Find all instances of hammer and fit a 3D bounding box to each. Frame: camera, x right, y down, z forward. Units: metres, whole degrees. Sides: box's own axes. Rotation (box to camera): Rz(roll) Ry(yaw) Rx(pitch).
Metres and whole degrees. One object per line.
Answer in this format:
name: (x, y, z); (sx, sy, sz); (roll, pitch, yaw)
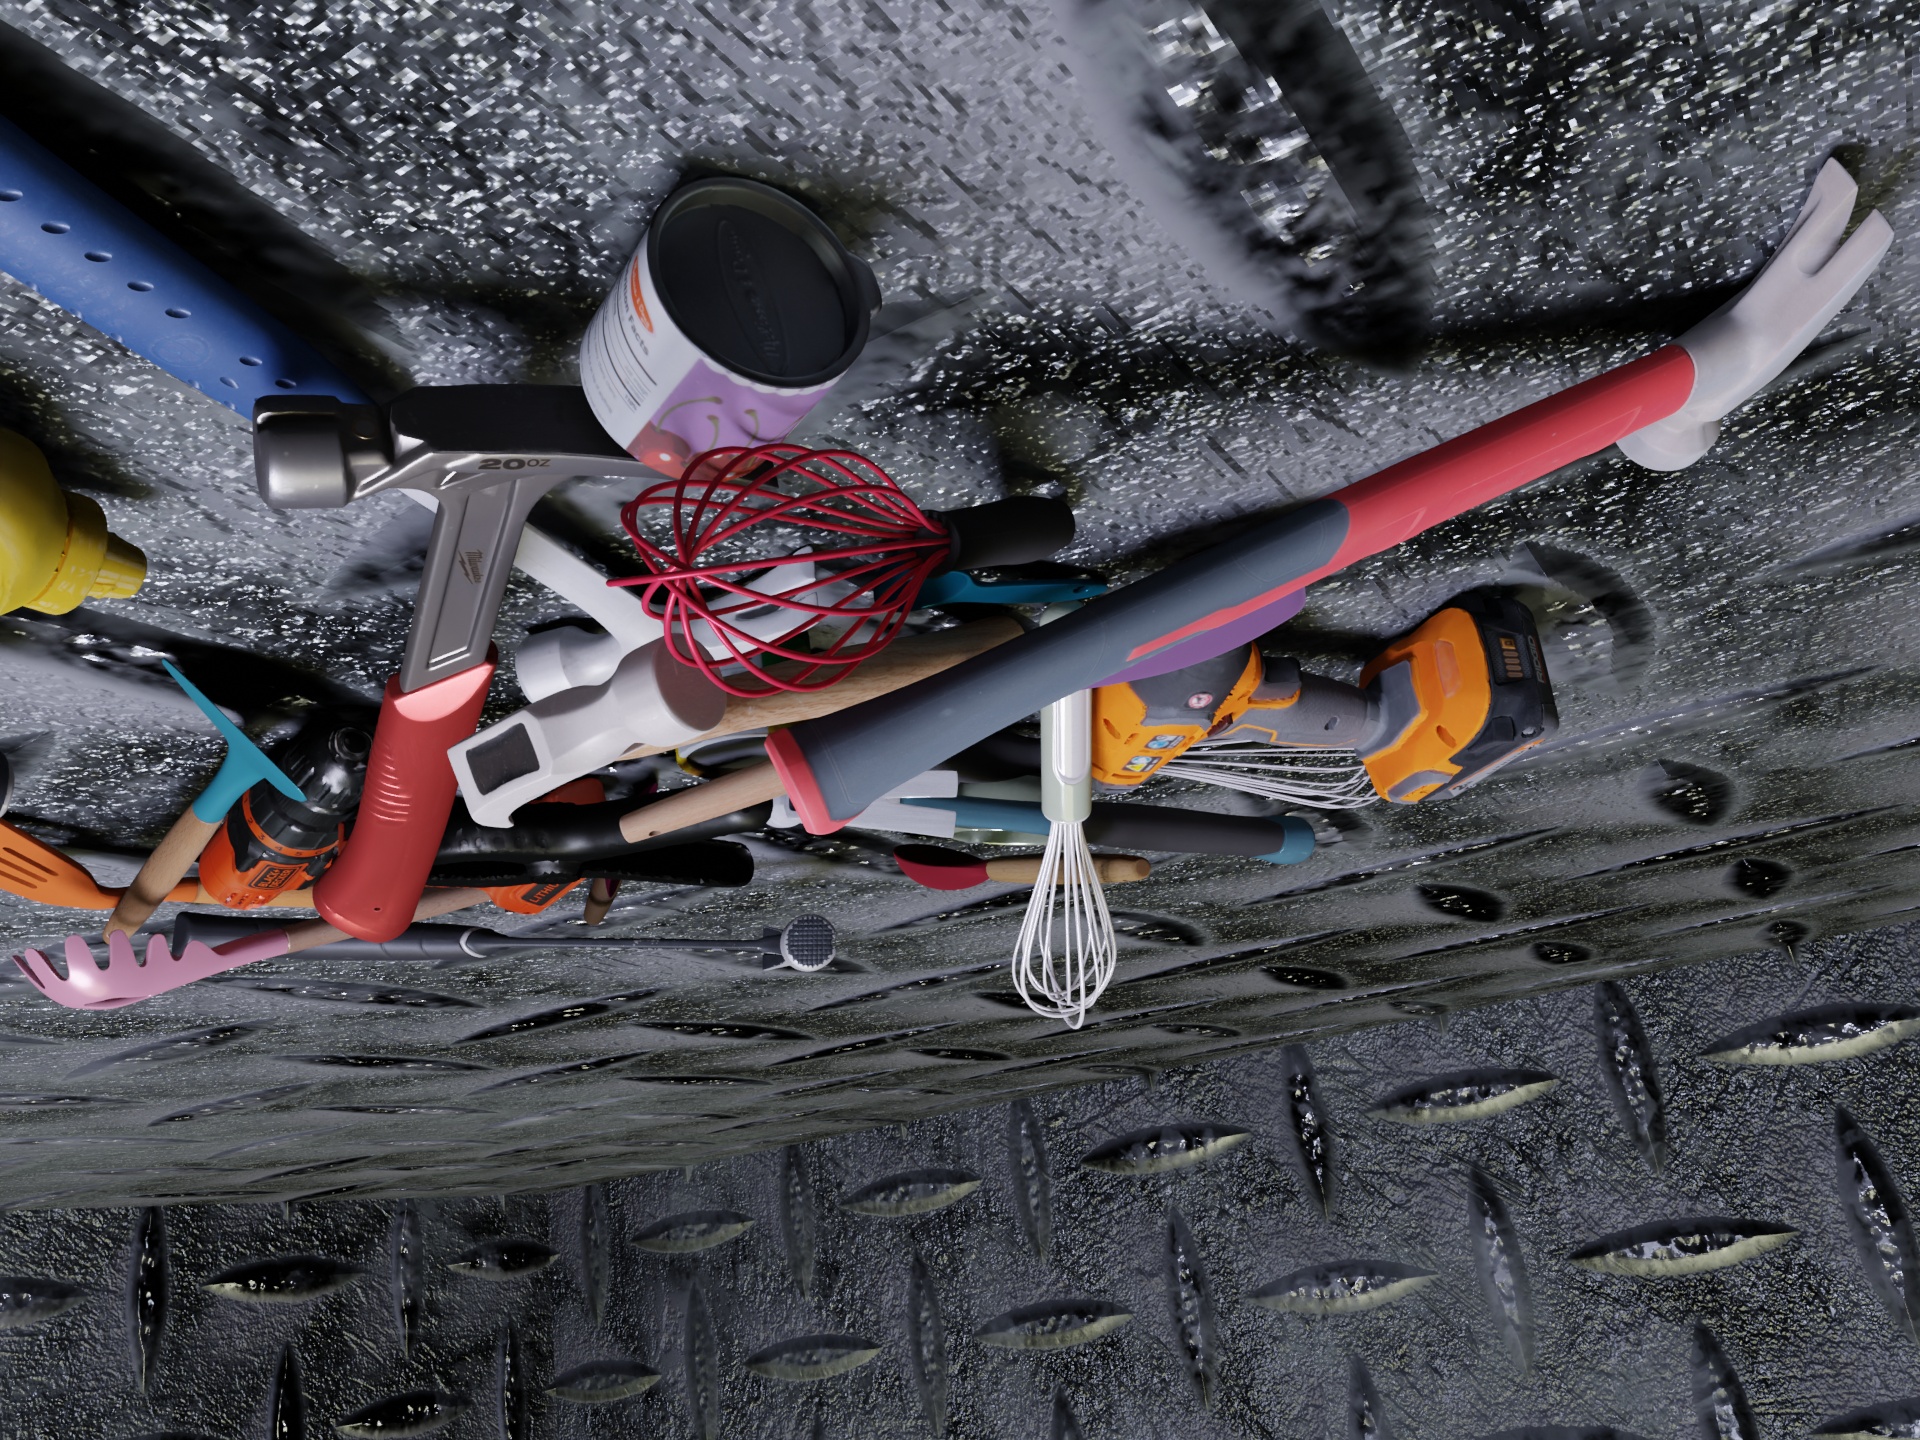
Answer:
hammer: (0.060, 0.056, 0.899); (0.330, 0.033, 0.128); (7, 174, -28)
hammer: (-0.061, -0.012, 0.613); (0.130, 0.031, 0.331); (-20, 178, 28)
hammer: (-0.181, -0.088, 0.515); (0.144, 0.035, 0.405); (-13, 160, 15)
hammer: (-0.291, 0.142, 1.030); (0.409, 0.036, 0.149); (3, 170, -12)
hammer: (-0.190, -0.001, 0.598); (0.149, 0.037, 0.359); (-3, 153, -28)
hammer: (0.117, -0.064, 0.523); (0.386, 0.038, 0.143); (-25, 163, -10)

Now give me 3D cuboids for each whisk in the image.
whisk: (0.118, 0.018, 0.912); (0.284, 0.070, 0.070); (-1, 160, -5)
whisk: (-0.017, -0.056, 0.521); (0.073, 0.073, 0.296); (-17, -178, 24)
whisk: (0.053, 0.052, 0.795); (0.058, 0.059, 0.246); (-9, 120, -12)

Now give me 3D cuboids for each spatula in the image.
spatula: (-0.001, -0.002, 0.693); (0.316, 0.018, 0.059); (-19, 154, 6)
spatula: (-0.387, 0.059, 0.782); (0.317, 0.082, 0.044); (-36, -169, 42)
spatula: (-0.431, 0.092, 0.943); (0.081, 0.041, 0.322); (-23, 160, 34)

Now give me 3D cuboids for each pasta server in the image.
pasta server: (-0.366, 0.112, 0.914); (0.060, 0.040, 0.316); (-19, 176, 40)

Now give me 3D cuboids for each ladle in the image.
ladle: (0.034, 0.088, 0.953); (0.069, 0.031, 0.315); (6, 173, -22)

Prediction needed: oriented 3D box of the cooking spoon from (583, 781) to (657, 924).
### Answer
cooking spoon: (-0.222, 0.098, 1.010); (0.017, 0.069, 0.319); (24, 158, -9)

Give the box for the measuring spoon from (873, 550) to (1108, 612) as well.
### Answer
measuring spoon: (0.015, -0.065, 0.697); (0.128, 0.021, 0.042); (-4, 162, -40)

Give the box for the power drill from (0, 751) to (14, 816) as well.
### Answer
power drill: (-0.494, 0.024, 0.593); (0.228, 0.080, 0.190); (-13, 162, 37)

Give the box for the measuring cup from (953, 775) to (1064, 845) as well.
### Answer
measuring cup: (-0.005, 0.047, 0.955); (0.167, 0.038, 0.083); (12, 165, -35)

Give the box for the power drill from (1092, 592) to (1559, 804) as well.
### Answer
power drill: (0.177, -0.016, 0.797); (0.226, 0.084, 0.164); (1, 157, -16)
